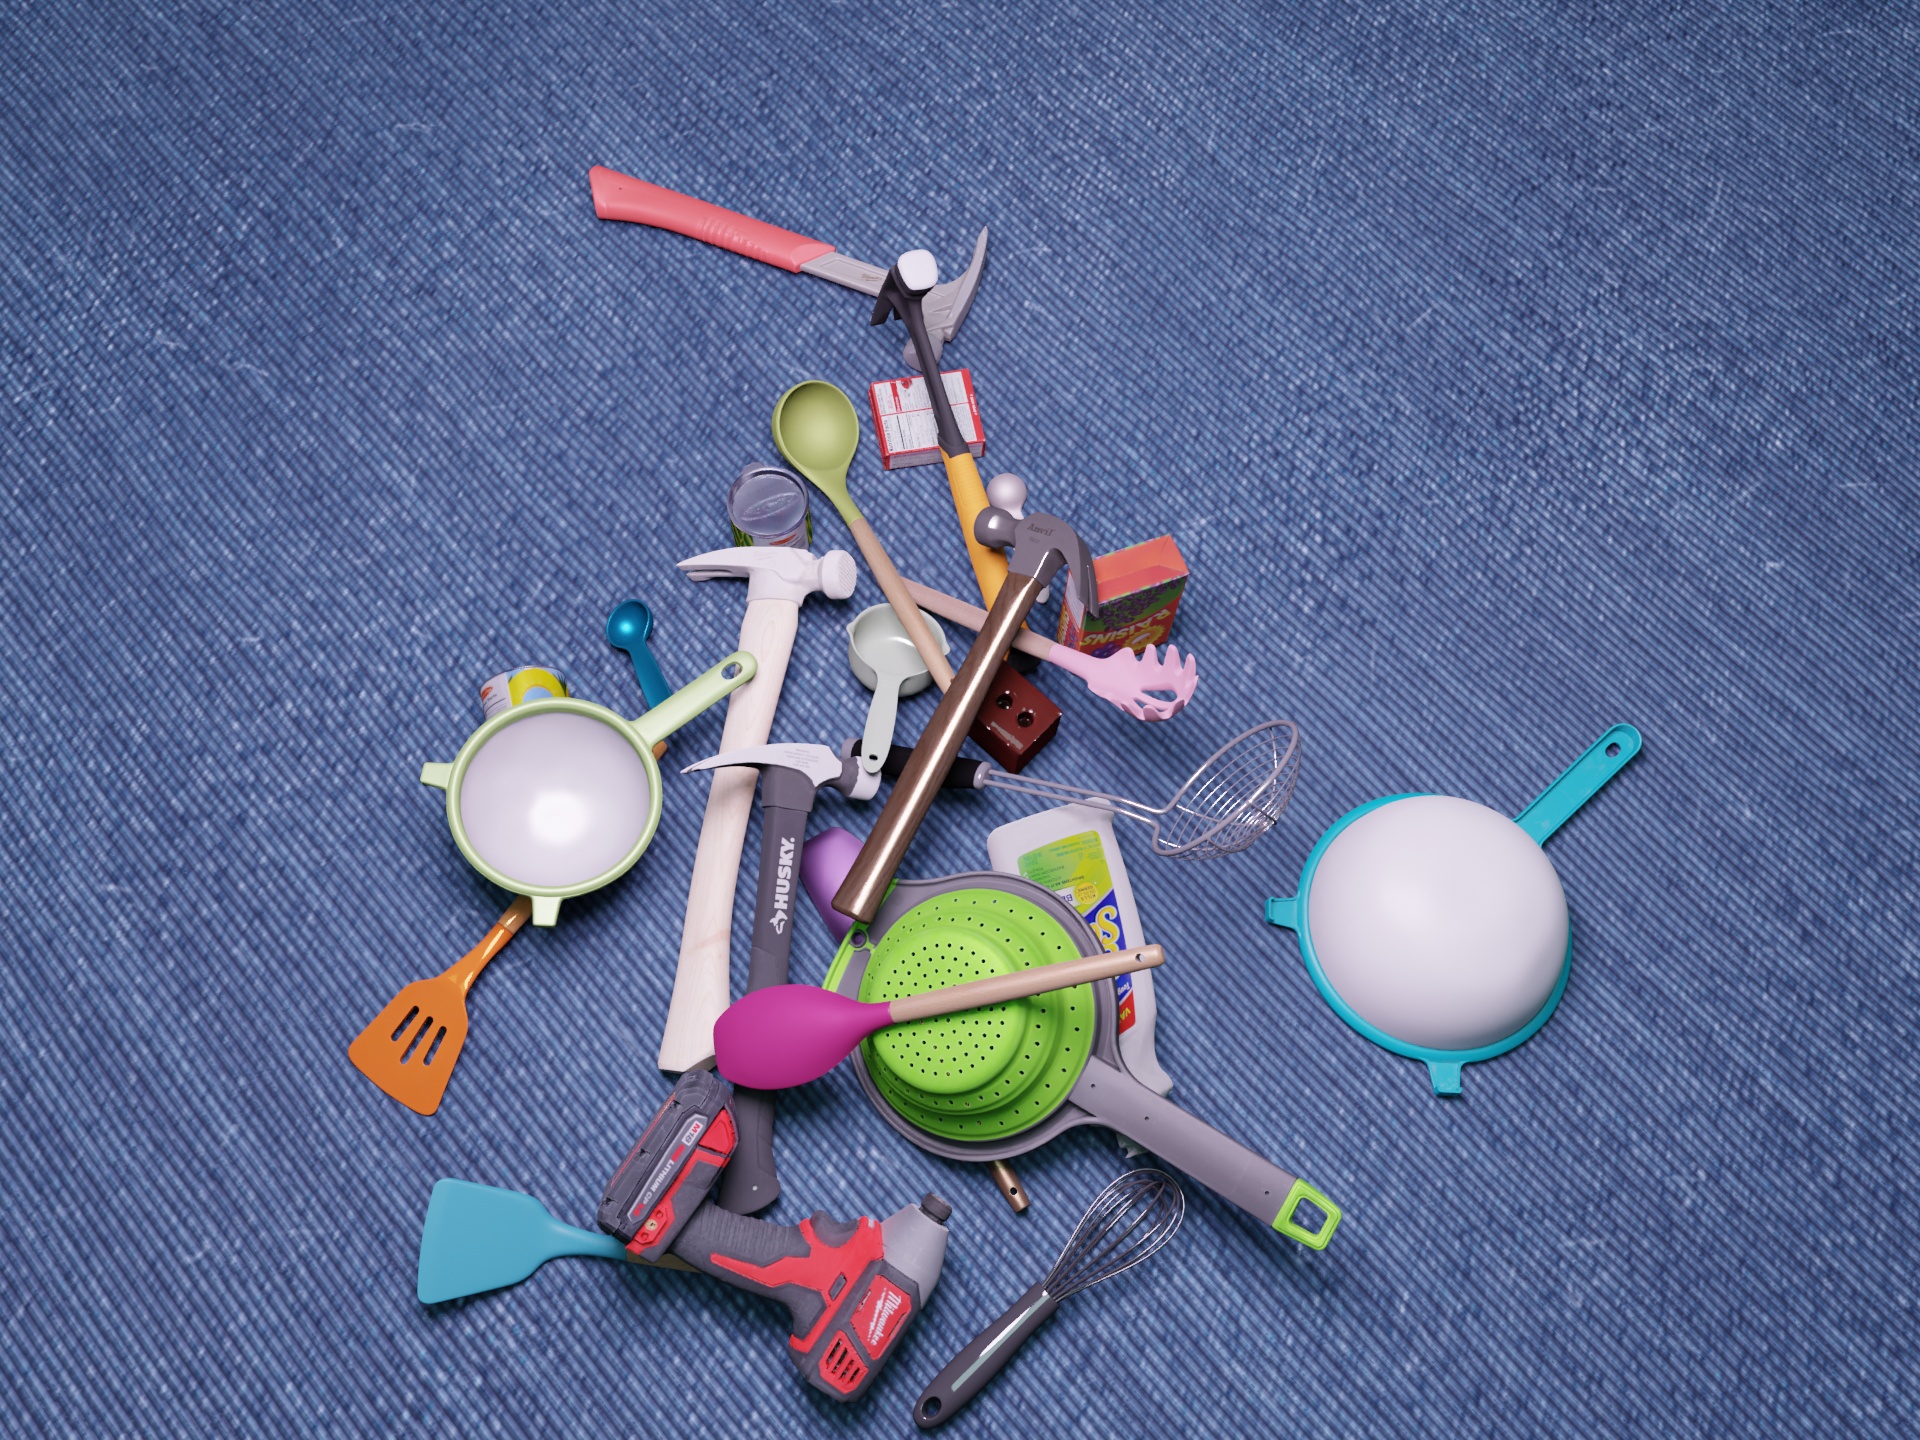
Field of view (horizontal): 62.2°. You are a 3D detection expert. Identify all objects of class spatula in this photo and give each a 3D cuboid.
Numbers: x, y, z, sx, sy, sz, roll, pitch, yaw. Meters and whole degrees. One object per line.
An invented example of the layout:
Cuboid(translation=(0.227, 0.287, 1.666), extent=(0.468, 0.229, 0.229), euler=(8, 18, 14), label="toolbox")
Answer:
Cuboid(translation=(-0.031, 0.214, 1.168), extent=(0.060, 0.018, 0.316), euler=(-28, 71, -7), label="spatula")
Cuboid(translation=(-0.323, 0.139, 1.187), extent=(0.081, 0.041, 0.323), euler=(33, 66, 10), label="spatula")
Cuboid(translation=(-0.203, 0.368, 1.085), extent=(0.317, 0.044, 0.082), euler=(7, 82, -1), label="spatula")

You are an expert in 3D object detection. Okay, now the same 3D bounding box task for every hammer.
Cuboid(translation=(-0.182, 0.059, 1.206), extent=(0.146, 0.038, 0.411), euler=(2, 71, 19), label="hammer")
Cuboid(translation=(-0.001, -0.198, 1.282), extent=(0.034, 0.127, 0.337), euler=(-17, 88, -14), label="hammer")
Cuboid(translation=(-0.002, -0.004, 1.159), extent=(0.130, 0.031, 0.331), euler=(19, 77, 41), label="hammer")
Cuboid(translation=(-0.142, 0.179, 1.132), extent=(0.146, 0.035, 0.335), euler=(12, 77, -30), label="hammer")
Cuboid(translation=(-0.160, -0.429, 1.415), extent=(0.359, 0.036, 0.149), euler=(21, 69, 6), label="hammer")

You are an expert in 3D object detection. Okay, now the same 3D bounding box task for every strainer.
Cuboid(translation=(-0.256, 0.034, 1.183), extent=(0.256, 0.069, 0.151), euler=(-38, 80, -22), label="strainer")
Cuboid(translation=(0.409, 0.101, 1.189), extent=(0.340, 0.095, 0.211), euler=(-39, 74, -15), label="strainer")

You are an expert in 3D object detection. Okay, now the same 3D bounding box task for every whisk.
Cuboid(translation=(0.061, 0.396, 1.086), extent=(0.239, 0.055, 0.055), euler=(-40, 75, -12), label="whisk")

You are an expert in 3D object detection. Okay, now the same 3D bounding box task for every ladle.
Cuboid(translation=(-0.067, -0.146, 1.268), extent=(0.078, 0.062, 0.320), euler=(-10, 57, -33), label="ladle")

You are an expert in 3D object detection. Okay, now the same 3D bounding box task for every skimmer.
Cuboid(translation=(0.066, 0.028, 1.142), extent=(0.363, 0.090, 0.127), euler=(10, 42, 27), label="skimmer")

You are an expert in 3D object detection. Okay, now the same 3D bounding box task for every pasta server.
Cuboid(translation=(0.049, -0.065, 1.206), extent=(0.316, 0.040, 0.060), euler=(26, 64, 36), label="pasta server")

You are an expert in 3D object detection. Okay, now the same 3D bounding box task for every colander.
Cuboid(translation=(0.069, 0.237, 1.069), extent=(0.397, 0.094, 0.204), euler=(28, 88, 21), label="colander")

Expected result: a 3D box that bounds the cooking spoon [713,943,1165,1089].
Cuboid(translation=(-0.021, 0.187, 1.047), extent=(0.319, 0.017, 0.069), euler=(-15, 76, 15), label="cooking spoon")

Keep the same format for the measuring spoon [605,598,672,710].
Cuboid(translation=(-0.243, -0.041, 1.252), extent=(0.042, 0.021, 0.129), euler=(-34, 61, 11), label="measuring spoon")

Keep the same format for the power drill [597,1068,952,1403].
Cuboid(translation=(-0.117, 0.333, 1.053), extent=(0.219, 0.078, 0.143), euler=(36, 82, -5), label="power drill")

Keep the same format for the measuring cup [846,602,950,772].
Cuboid(translation=(-0.058, -0.018, 1.230), extent=(0.083, 0.038, 0.168), euler=(12, 52, -3), label="measuring cup")

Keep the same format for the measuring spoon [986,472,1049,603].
Cuboid(translation=(0.052, -0.154, 1.320), extent=(0.034, 0.018, 0.124), euler=(-14, 70, -8), label="measuring spoon")
